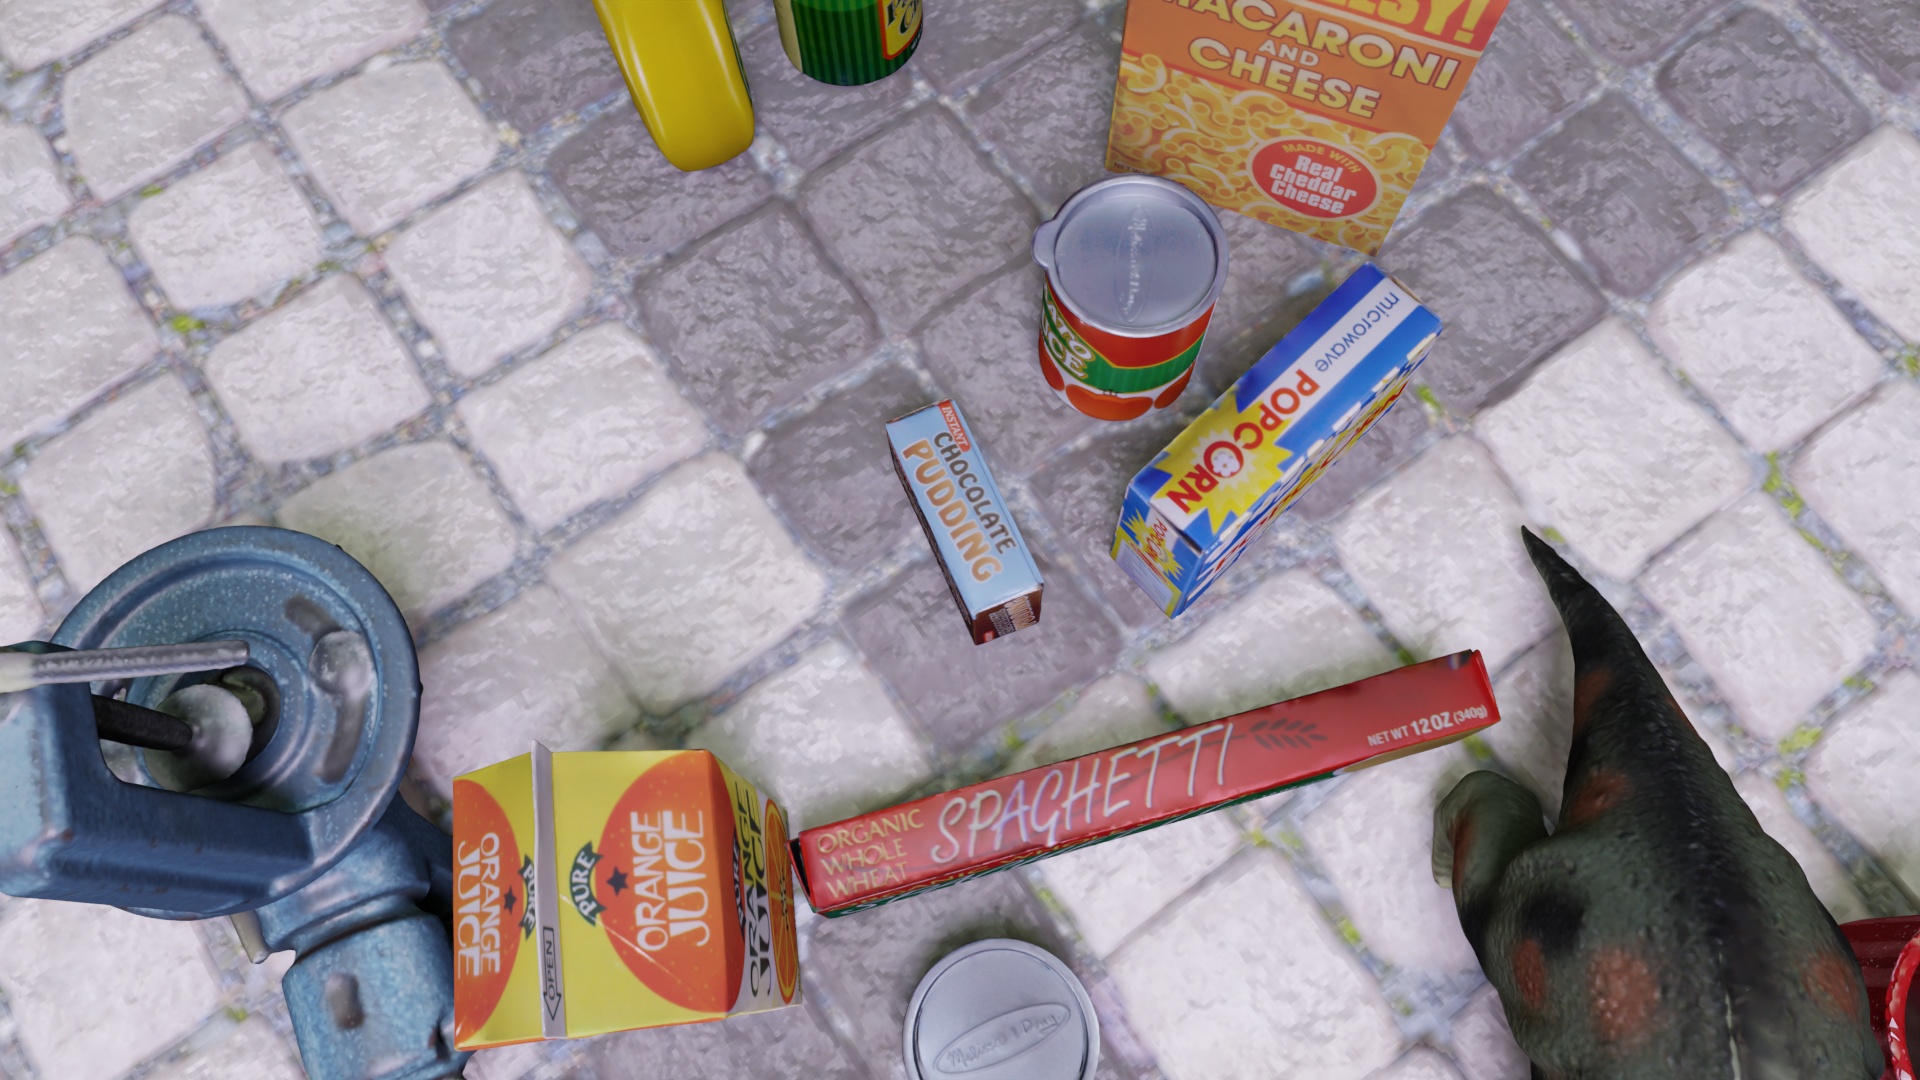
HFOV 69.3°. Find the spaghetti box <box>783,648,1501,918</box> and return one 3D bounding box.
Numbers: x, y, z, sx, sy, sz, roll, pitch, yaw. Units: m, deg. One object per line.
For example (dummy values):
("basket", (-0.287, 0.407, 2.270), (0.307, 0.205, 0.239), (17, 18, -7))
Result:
("spaghetti box", (0.064, 0.088, 0.495), (0.250, 0.050, 0.029), (-15, 73, -4))

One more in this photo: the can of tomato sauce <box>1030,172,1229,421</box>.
("can of tomato sauce", (0.062, -0.090, 0.537), (0.071, 0.083, 0.071), (0, 72, 1))

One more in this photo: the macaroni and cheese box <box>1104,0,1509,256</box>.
("macaroni and cheese box", (0.123, -0.181, 0.521), (0.124, 0.166, 0.040), (20, 74, 7))

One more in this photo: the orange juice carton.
("orange juice carton", (-0.098, 0.109, 0.417), (0.073, 0.192, 0.072), (-7, 72, -1))

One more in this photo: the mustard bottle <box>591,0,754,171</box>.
("mustard bottle", (-0.116, -0.209, 0.538), (0.049, 0.159, 0.065), (-22, 73, -6))

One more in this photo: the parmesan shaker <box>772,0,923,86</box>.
("parmesan shaker", (-0.050, -0.250, 0.580), (0.071, 0.102, 0.071), (0, 72, 1))

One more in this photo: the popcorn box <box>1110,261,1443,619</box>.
("popcorn box", (0.115, -0.035, 0.516), (0.127, 0.085, 0.038), (-42, 76, -11))

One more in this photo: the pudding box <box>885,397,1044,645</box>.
("pudding box", (0.002, -0.007, 0.528), (0.030, 0.049, 0.084), (-23, 73, -6))

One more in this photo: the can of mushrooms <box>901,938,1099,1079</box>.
("can of mushrooms", (0.015, 0.174, 0.477), (0.071, 0.033, 0.071), (0, 72, 1))
